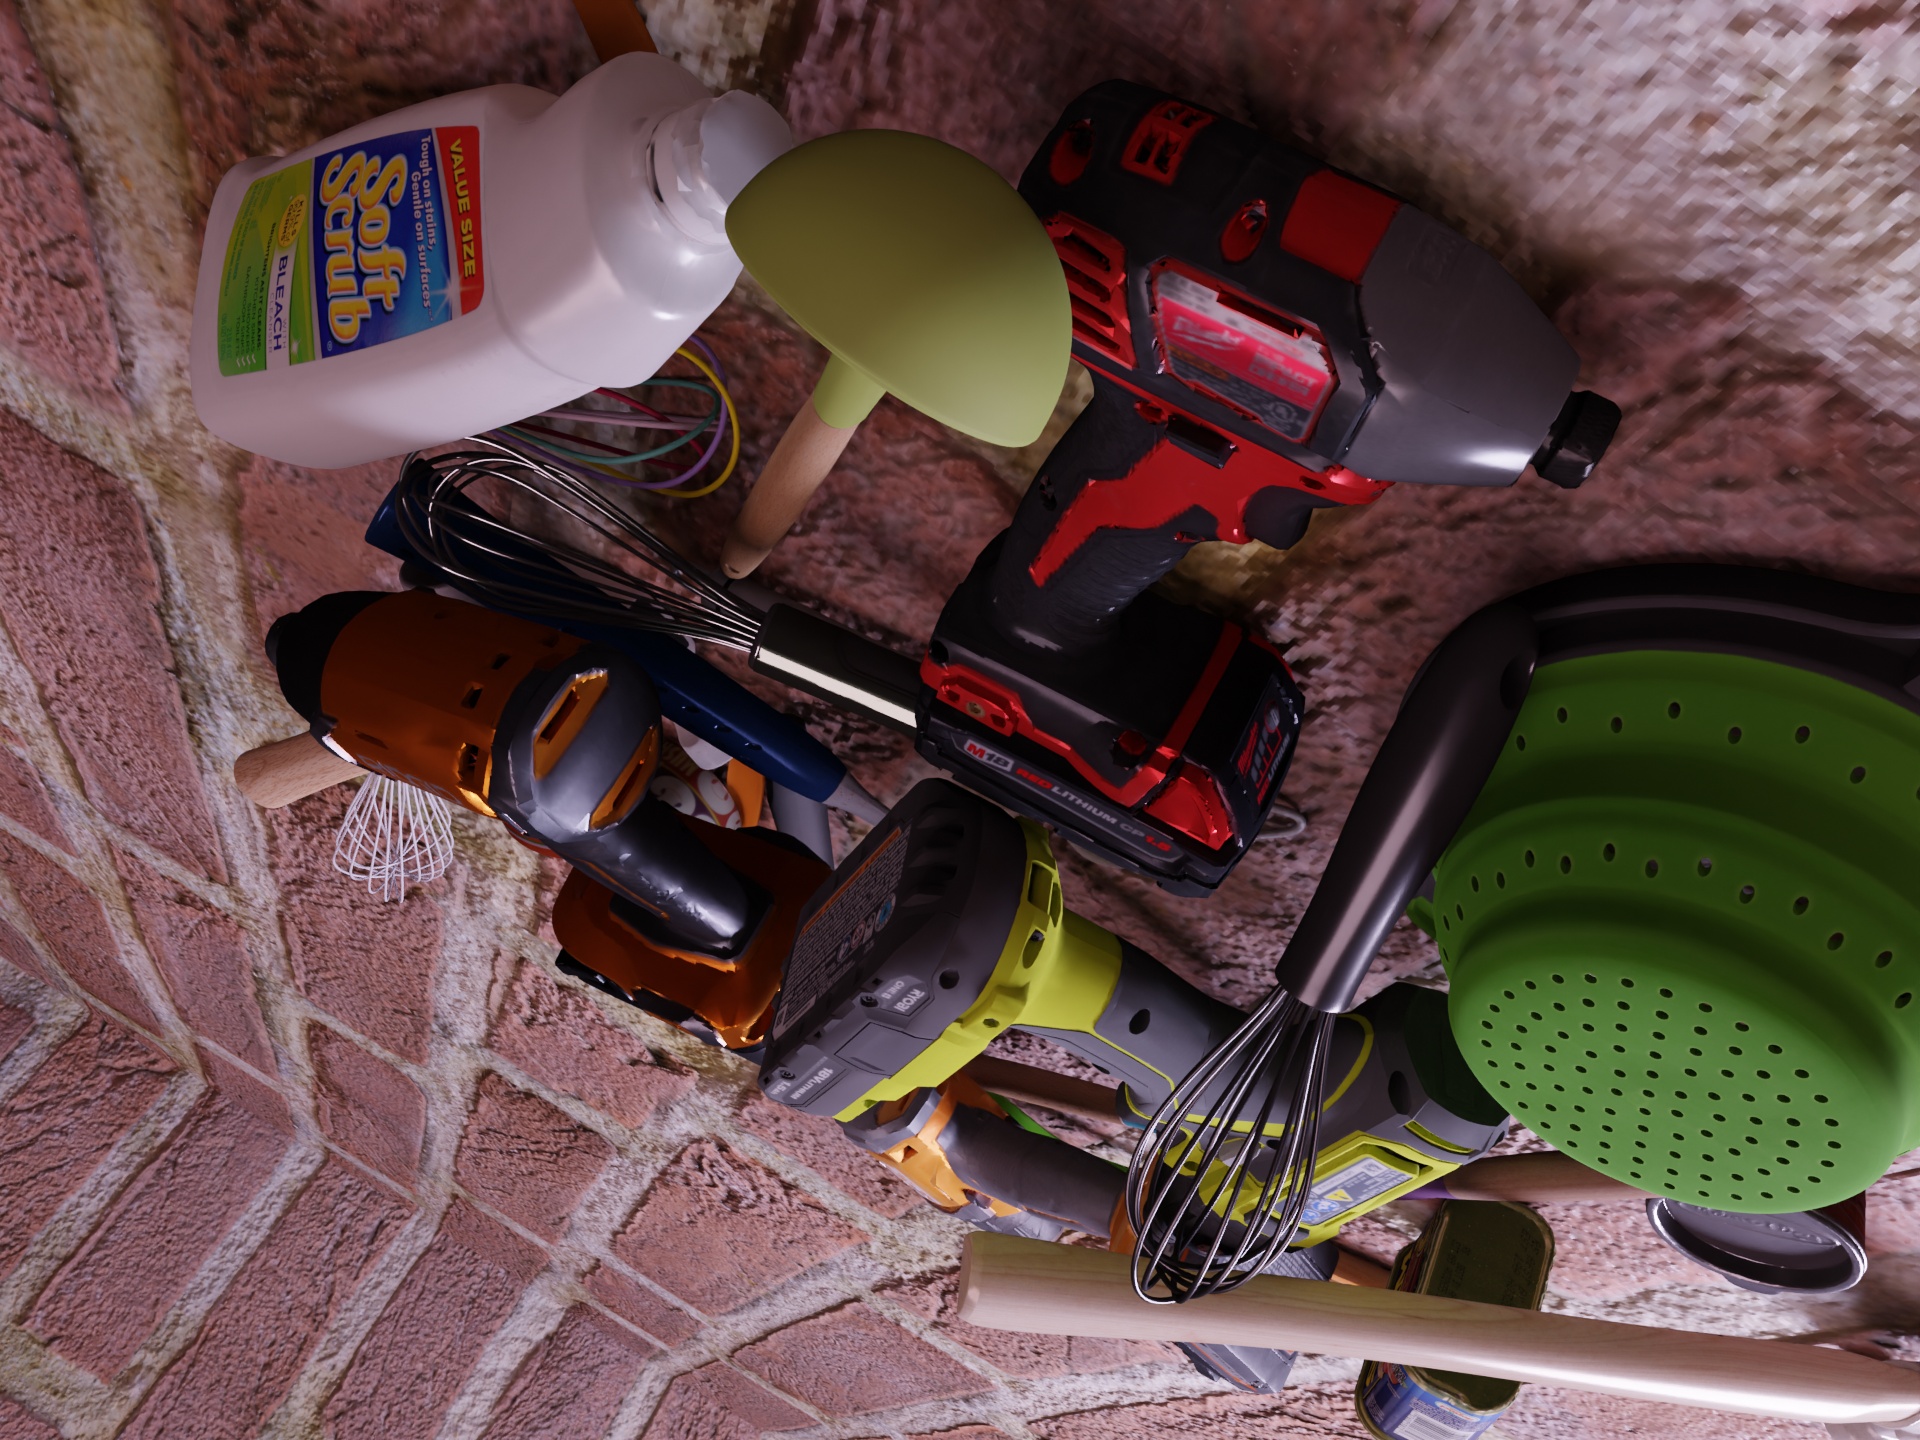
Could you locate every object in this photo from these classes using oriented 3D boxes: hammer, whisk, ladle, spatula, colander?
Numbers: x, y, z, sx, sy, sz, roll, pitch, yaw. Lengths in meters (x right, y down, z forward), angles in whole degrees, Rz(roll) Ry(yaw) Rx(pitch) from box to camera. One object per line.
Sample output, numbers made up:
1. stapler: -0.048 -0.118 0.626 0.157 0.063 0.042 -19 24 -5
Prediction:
1. hammer: 0.205 0.229 0.590 0.410 0.038 0.146 9 150 -5
2. whisk: -0.313 0.026 0.879 0.070 0.070 0.284 31 144 0
3. whisk: -0.072 -0.032 0.531 0.246 0.058 0.059 23 131 -3
4. hammer: -0.251 -0.004 0.755 0.331 0.031 0.130 -15 124 37
5. ladle: -0.046 -0.071 0.445 0.078 0.062 0.320 35 164 -9
6. spatula: 0.071 0.182 0.798 0.318 0.044 0.082 1 140 47
7. whisk: 0.102 0.074 0.447 0.055 0.055 0.239 25 113 10
8. hammer: -0.044 0.033 0.624 0.405 0.035 0.144 34 156 -15
9. colander: 0.220 0.024 0.363 0.204 0.094 0.396 35 147 6
10. whisk: -0.170 -0.110 0.577 0.245 0.051 0.047 10 149 36
11. whisk: -0.067 0.102 0.769 0.073 0.073 0.295 19 141 20
12. spatula: 0.209 0.178 0.618 0.059 0.018 0.315 3 162 -10

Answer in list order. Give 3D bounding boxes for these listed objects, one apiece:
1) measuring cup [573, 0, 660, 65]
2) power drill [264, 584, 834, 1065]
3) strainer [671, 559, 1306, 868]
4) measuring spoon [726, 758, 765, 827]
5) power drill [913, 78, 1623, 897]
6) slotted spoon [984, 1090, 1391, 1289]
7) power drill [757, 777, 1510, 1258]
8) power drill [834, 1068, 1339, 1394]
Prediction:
1. measuring cup: -0.117 -0.196 0.398 0.095 0.052 0.173 7 140 34
2. power drill: -0.144 0.034 0.581 0.164 0.084 0.226 17 156 32
3. strainer: -0.001 -0.002 0.586 0.258 0.050 0.086 26 145 15
4. measuring spoon: -0.101 0.041 0.762 0.021 0.011 0.116 35 147 13
5. power drill: 0.068 -0.049 0.428 0.143 0.079 0.219 27 145 8
6. slotted spoon: 0.125 0.262 0.859 0.314 0.031 0.070 19 146 18
7. power drill: 0.051 0.122 0.559 0.223 0.080 0.171 27 135 -16
8. power drill: 0.061 0.236 0.764 0.226 0.084 0.185 12 151 41
